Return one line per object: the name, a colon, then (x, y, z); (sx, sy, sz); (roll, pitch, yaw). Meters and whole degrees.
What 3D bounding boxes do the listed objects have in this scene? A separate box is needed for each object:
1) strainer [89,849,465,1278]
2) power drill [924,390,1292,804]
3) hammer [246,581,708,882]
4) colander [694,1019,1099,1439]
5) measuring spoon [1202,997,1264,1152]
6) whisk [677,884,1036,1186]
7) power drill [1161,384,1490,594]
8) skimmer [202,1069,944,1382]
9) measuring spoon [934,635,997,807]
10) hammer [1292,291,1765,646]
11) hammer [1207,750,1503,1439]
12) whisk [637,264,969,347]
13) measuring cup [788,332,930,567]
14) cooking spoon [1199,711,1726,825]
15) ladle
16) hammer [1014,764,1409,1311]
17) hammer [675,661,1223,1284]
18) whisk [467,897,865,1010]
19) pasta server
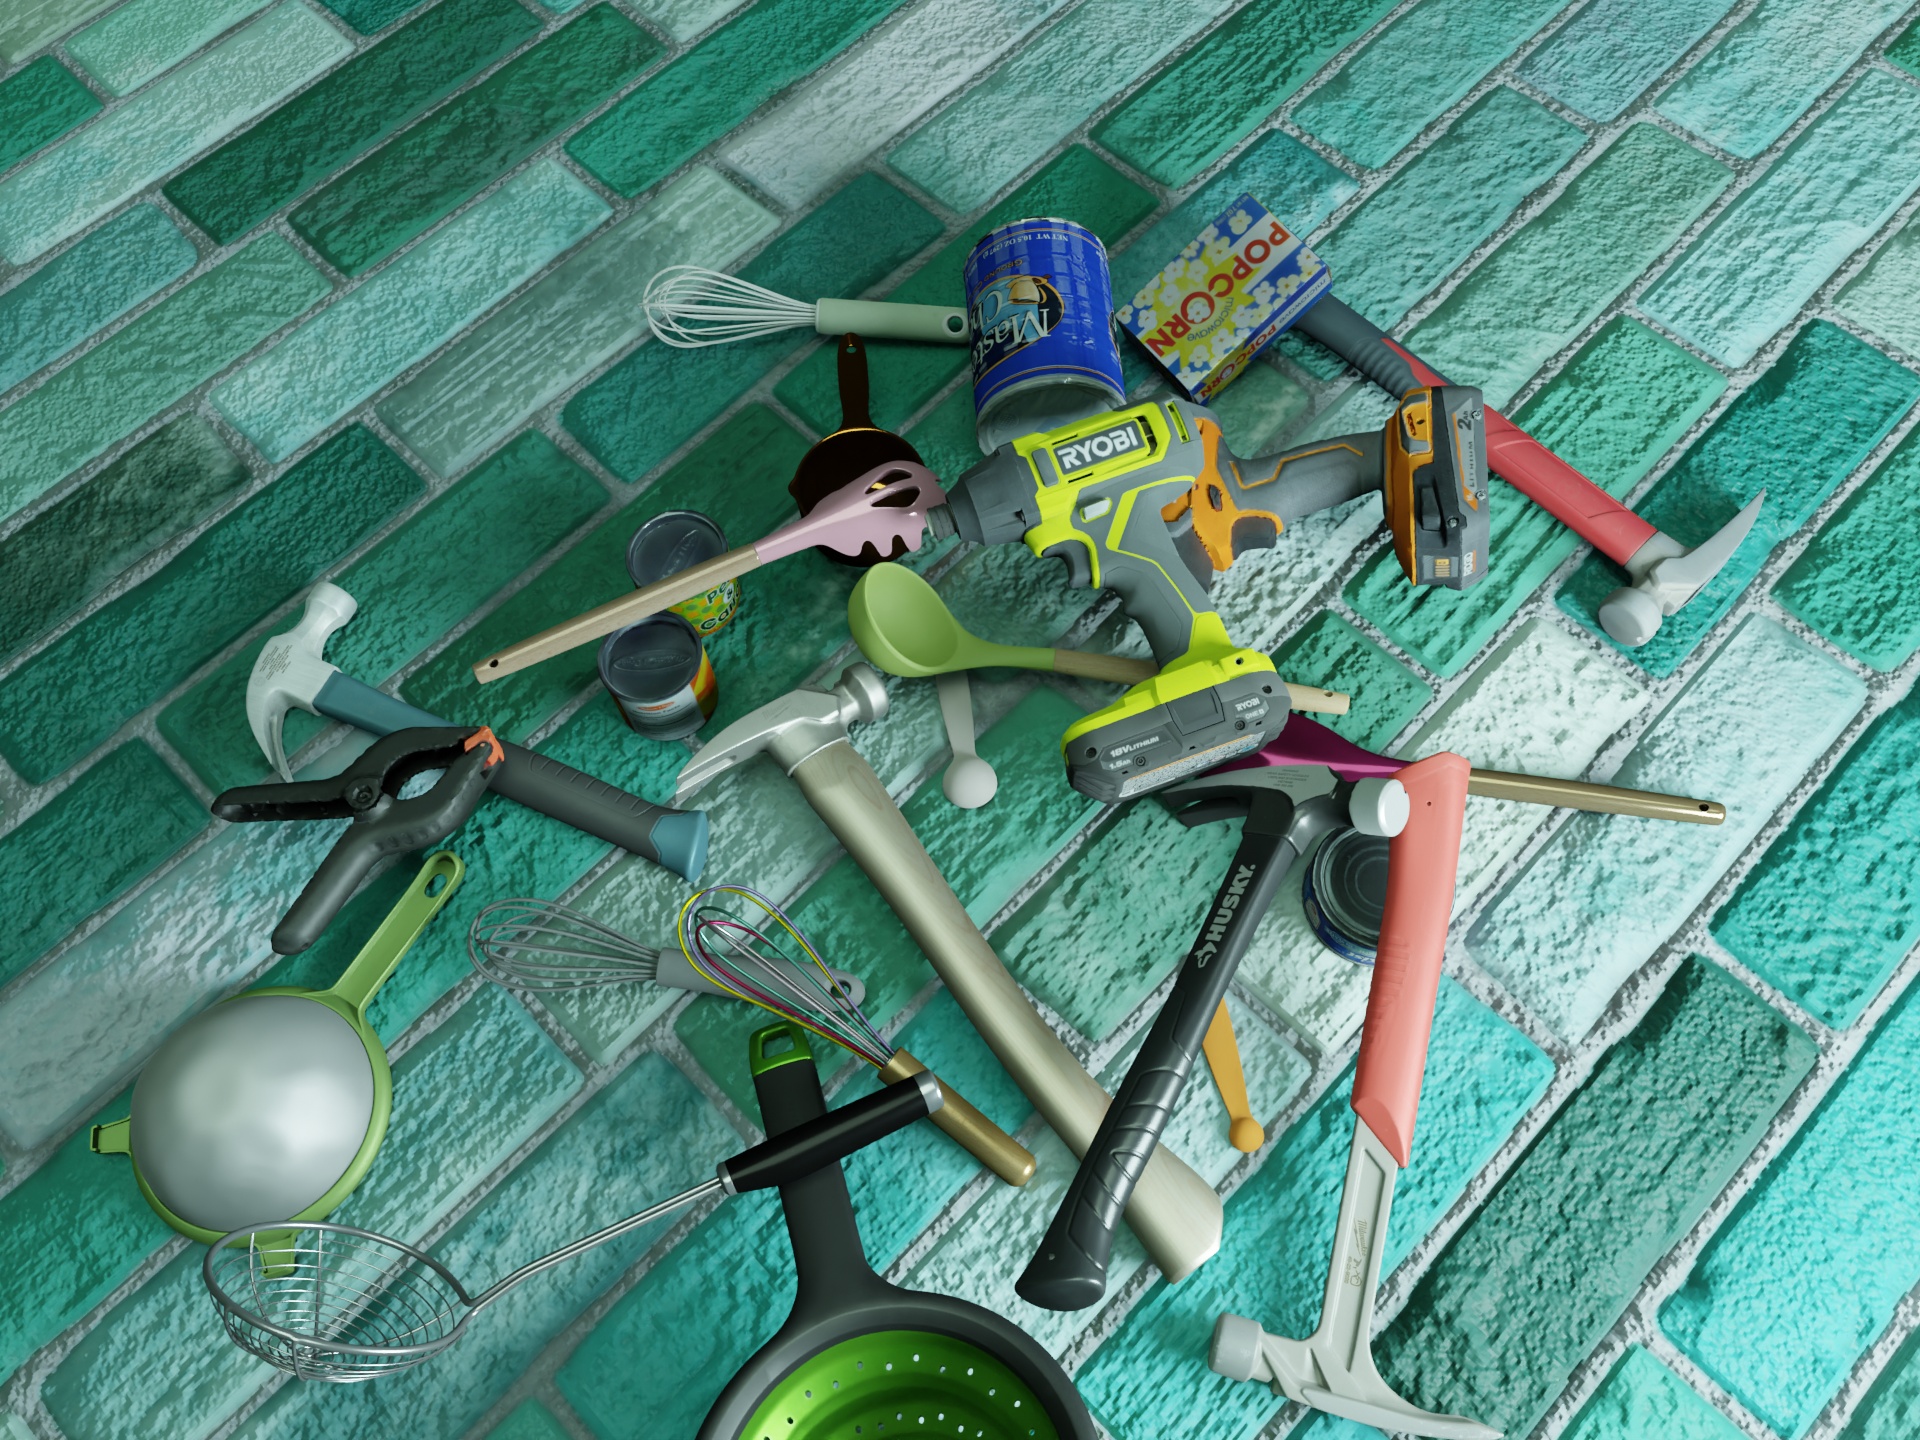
strainer: (-0.378, 0.174, 0.913); (0.151, 0.069, 0.256); (28, 70, 15)
power drill: (0.088, -0.072, 0.951); (0.171, 0.080, 0.223); (-20, 74, -3)
hammer: (-0.304, 0.021, 1.005); (0.331, 0.033, 0.128); (21, 66, 12)
colander: (-0.050, 0.336, 0.820); (0.204, 0.094, 0.398); (-17, 47, -5)
measuring spoon: (0.150, 0.189, 0.913); (0.021, 0.011, 0.117); (-12, 64, -3)
whisk: (-0.060, 0.180, 0.890); (0.245, 0.051, 0.047); (39, 37, 3)
power drill: (0.217, -0.131, 1.016); (0.226, 0.084, 0.164); (-2, 64, 16)
skimmer: (-0.187, 0.235, 0.813); (0.363, 0.127, 0.090); (-21, 102, -12)
measuring spoon: (-0.002, -0.003, 1.010); (0.034, 0.018, 0.124); (-9, 63, -2)
hammer: (0.351, -0.217, 1.087); (0.143, 0.038, 0.386); (-40, 69, -17)
hammer: (0.244, 0.192, 0.867); (0.149, 0.036, 0.359); (12, 74, 9)
whisk: (-0.109, -0.291, 1.144); (0.246, 0.059, 0.058); (4, 101, 1)
measuring cup: (-0.068, -0.183, 1.083); (0.095, 0.052, 0.174); (-6, 62, 0)
cooking spoon: (0.302, 0.035, 0.977); (0.319, 0.017, 0.069); (8, 65, 7)
ladle: (0.087, -0.043, 1.000); (0.320, 0.062, 0.078); (9, 45, 3)
hammer: (0.117, 0.161, 0.861); (0.146, 0.035, 0.335); (3, 53, 45)
hammer: (-0.002, 0.147, 0.917); (0.146, 0.038, 0.411); (-29, 68, -24)
whisk: (-0.174, 0.142, 0.936); (0.239, 0.055, 0.055); (8, 65, 2)
pasta server: (-0.151, -0.090, 0.992); (0.316, 0.040, 0.060); (-24, 73, -8)
